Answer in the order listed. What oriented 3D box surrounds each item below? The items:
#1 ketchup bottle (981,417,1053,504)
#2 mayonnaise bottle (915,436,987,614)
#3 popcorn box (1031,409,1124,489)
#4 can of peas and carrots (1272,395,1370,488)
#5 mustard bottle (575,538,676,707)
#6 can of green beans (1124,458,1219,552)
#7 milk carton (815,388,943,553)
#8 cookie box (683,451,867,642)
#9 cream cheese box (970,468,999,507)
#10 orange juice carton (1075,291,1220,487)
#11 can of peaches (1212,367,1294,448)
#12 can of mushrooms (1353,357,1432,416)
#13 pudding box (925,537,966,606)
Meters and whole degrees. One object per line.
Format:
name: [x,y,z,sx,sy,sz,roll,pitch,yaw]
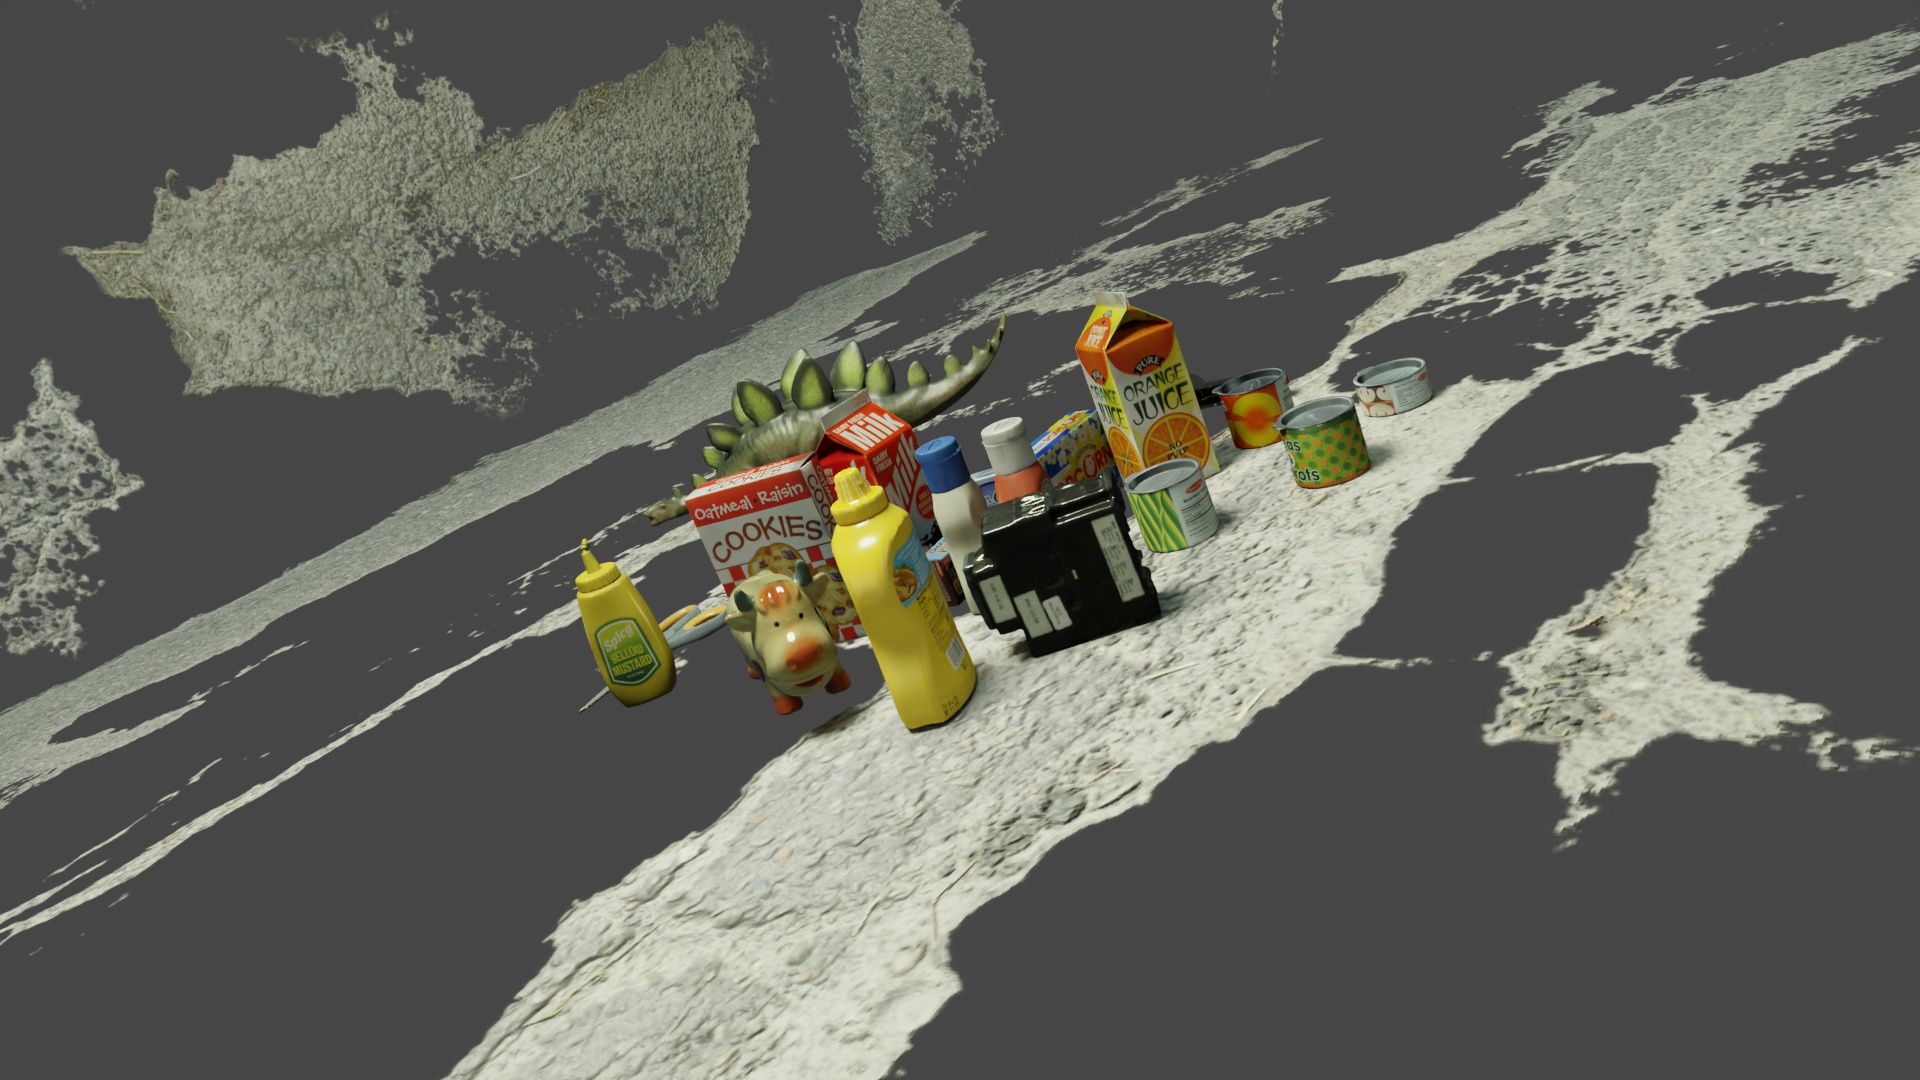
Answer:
ketchup bottle: [0.058,-0.028,1.155,0.043,0.148,0.065,-12,20,28]
mayonnaise bottle: [0.004,-0.015,1.178,0.041,0.147,0.065,-16,18,18]
popcorn box: [0.098,-0.060,1.306,0.038,0.085,0.127,-6,23,40]
can of peas and carrots: [0.306,-0.083,1.179,0.071,0.058,0.071,-19,18,7]
mustard bottle: [-0.314,0.072,1.266,0.065,0.159,0.049,-22,17,-3]
can of green beans: [0.179,-0.030,1.171,0.071,0.057,0.071,-19,18,7]
milk carton: [-0.072,-0.039,1.265,0.073,0.190,0.073,-7,23,39]
cookie box: [-0.157,0.016,1.241,0.123,0.167,0.040,-14,19,23]
cream cheese box: [0.037,-0.045,1.382,0.103,0.053,0.024,-15,19,19]
orange juice carton: [0.167,-0.141,1.287,0.073,0.192,0.072,-25,18,-11]
can of peaches: [0.284,-0.126,1.333,0.071,0.058,0.071,-19,18,7]
can of mushrooms: [0.400,-0.142,1.288,0.071,0.033,0.071,-19,18,7]
pudding box: [-0.001,0.019,1.246,0.030,0.049,0.084,-8,22,36]
